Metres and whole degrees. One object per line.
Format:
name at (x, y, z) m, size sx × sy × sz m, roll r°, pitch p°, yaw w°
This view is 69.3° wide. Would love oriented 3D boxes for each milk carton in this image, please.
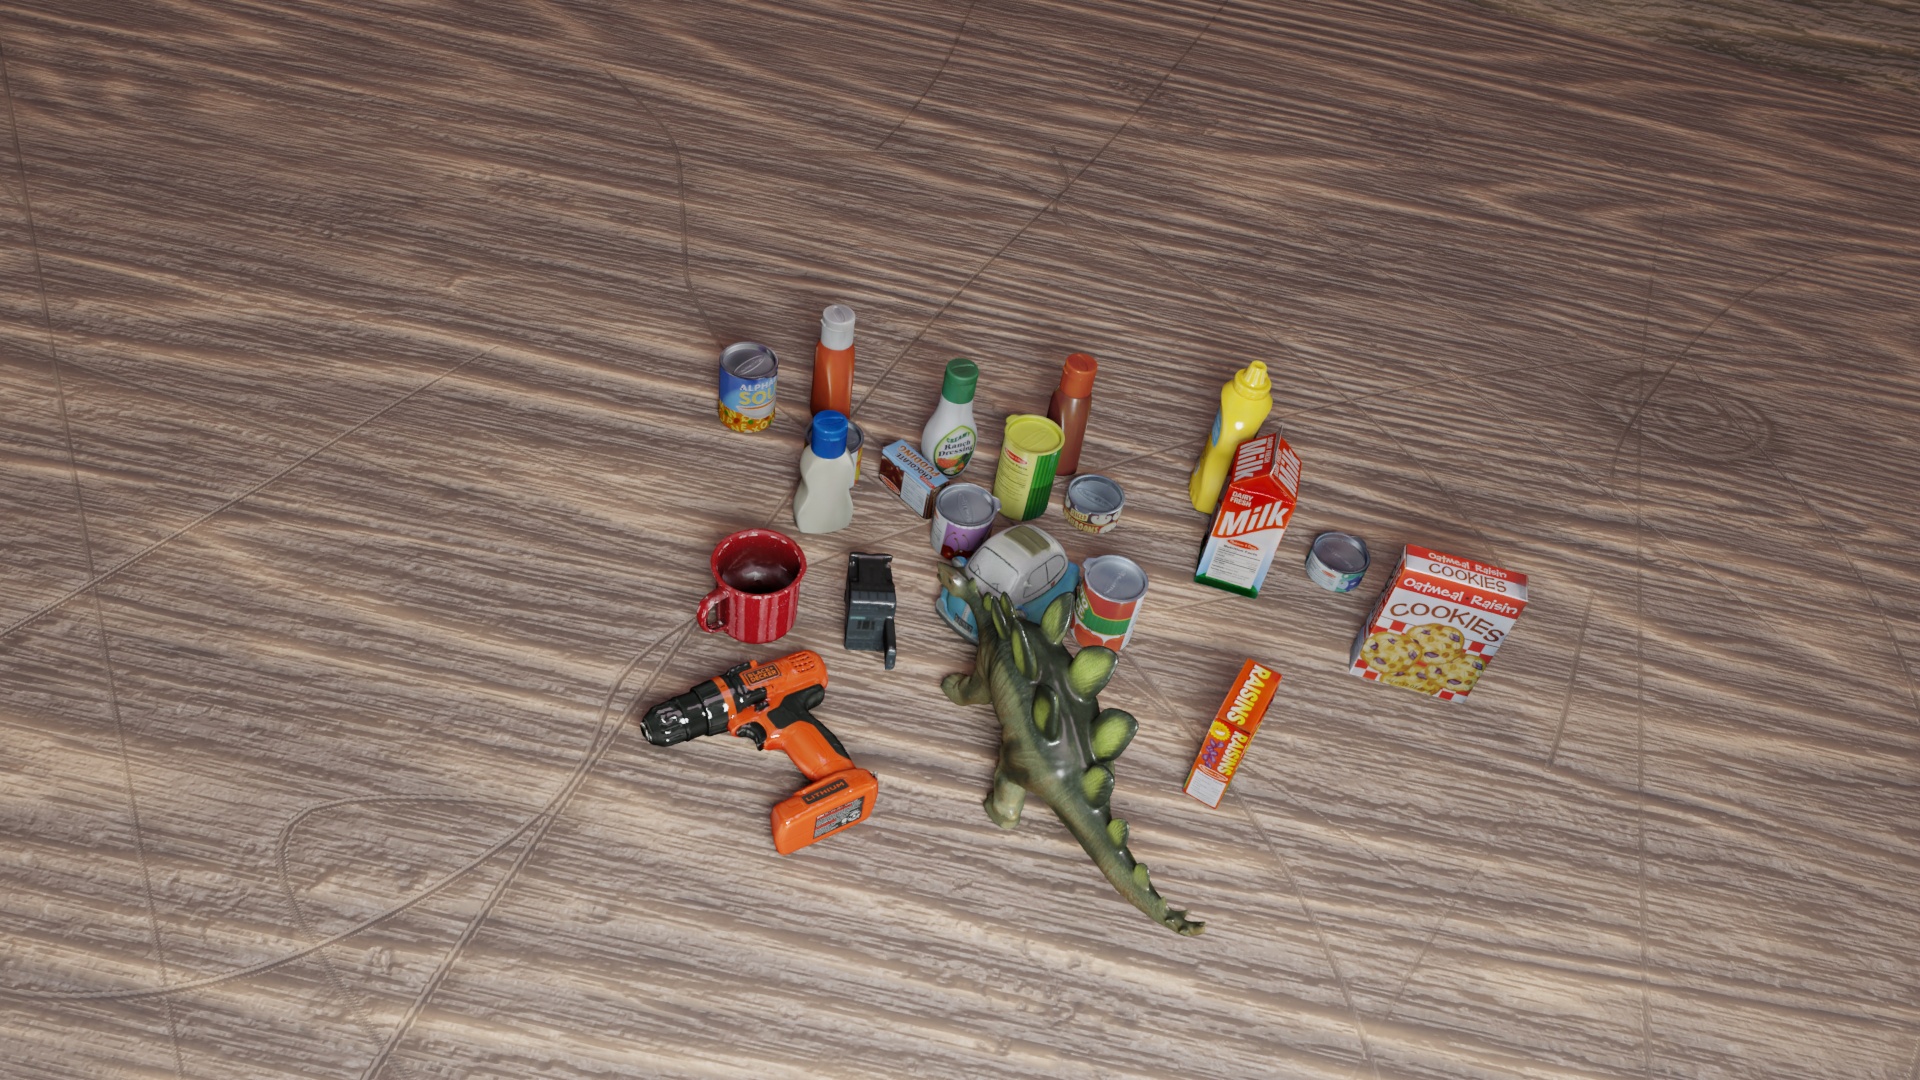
milk carton at (0.312, -0.033, 1.484) m, size 0.073 × 0.189 × 0.073 m, roll 16°, pitch 45°, yaw 5°

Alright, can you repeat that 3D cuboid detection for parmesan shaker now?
parmesan shaker at (0.072, -0.082, 1.548) m, size 0.071 × 0.102 × 0.072 m, roll 6°, pitch 45°, yaw -5°

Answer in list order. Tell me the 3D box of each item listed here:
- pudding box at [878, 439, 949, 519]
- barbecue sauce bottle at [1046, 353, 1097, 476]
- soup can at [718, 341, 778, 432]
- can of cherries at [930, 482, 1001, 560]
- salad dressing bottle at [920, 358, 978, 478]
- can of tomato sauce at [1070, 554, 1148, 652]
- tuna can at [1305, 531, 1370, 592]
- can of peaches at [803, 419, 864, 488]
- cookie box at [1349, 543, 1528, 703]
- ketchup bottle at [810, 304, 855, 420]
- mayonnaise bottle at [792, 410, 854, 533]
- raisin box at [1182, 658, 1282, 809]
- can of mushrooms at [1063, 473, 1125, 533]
pudding box at (-0.053, -0.069, 1.548) m, size 0.030 × 0.049 × 0.084 m, roll -30°, pitch 58°, yaw -33°
barbecue sauce bottle at (0.124, -0.146, 1.589) m, size 0.044 × 0.147 × 0.065 m, roll -5°, pitch 47°, yaw -15°
soup can at (-0.242, -0.173, 1.591) m, size 0.071 × 0.083 × 0.072 m, roll 6°, pitch 45°, yaw -5°
can of cherries at (0.005, -0.019, 1.504) m, size 0.071 × 0.058 × 0.072 m, roll 6°, pitch 45°, yaw -5°
salad dressing bottle at (-0.008, -0.136, 1.555) m, size 0.064 × 0.146 × 0.044 m, roll -13°, pitch 50°, yaw -23°
can of tomato sauce at (0.150, 0.065, 1.432) m, size 0.071 × 0.082 × 0.071 m, roll 6°, pitch 45°, yaw -5°
tuna can at (0.425, 0.023, 1.562) m, size 0.071 × 0.032 × 0.071 m, roll 6°, pitch 45°, yaw -5°
can of peaches at (-0.143, -0.098, 1.554) m, size 0.071 × 0.057 × 0.071 m, roll 6°, pitch 45°, yaw -5°
cookie box at (0.484, 0.086, 1.417) m, size 0.123 × 0.166 × 0.040 m, roll 15°, pitch 45°, yaw 4°
ketchup bottle at (-0.145, -0.200, 1.590) m, size 0.043 × 0.148 × 0.065 m, roll -11°, pitch 49°, yaw -21°
mayonnaise bottle at (-0.142, -0.071, 1.465) m, size 0.065 × 0.147 × 0.041 m, roll -8°, pitch 48°, yaw -18°
raisin box at (0.256, 0.183, 1.308) m, size 0.040 × 0.122 × 0.086 m, roll 27°, pitch 47°, yaw 16°
can of mushrooms at (0.149, -0.040, 1.571) m, size 0.071 × 0.033 × 0.071 m, roll 6°, pitch 45°, yaw -5°
